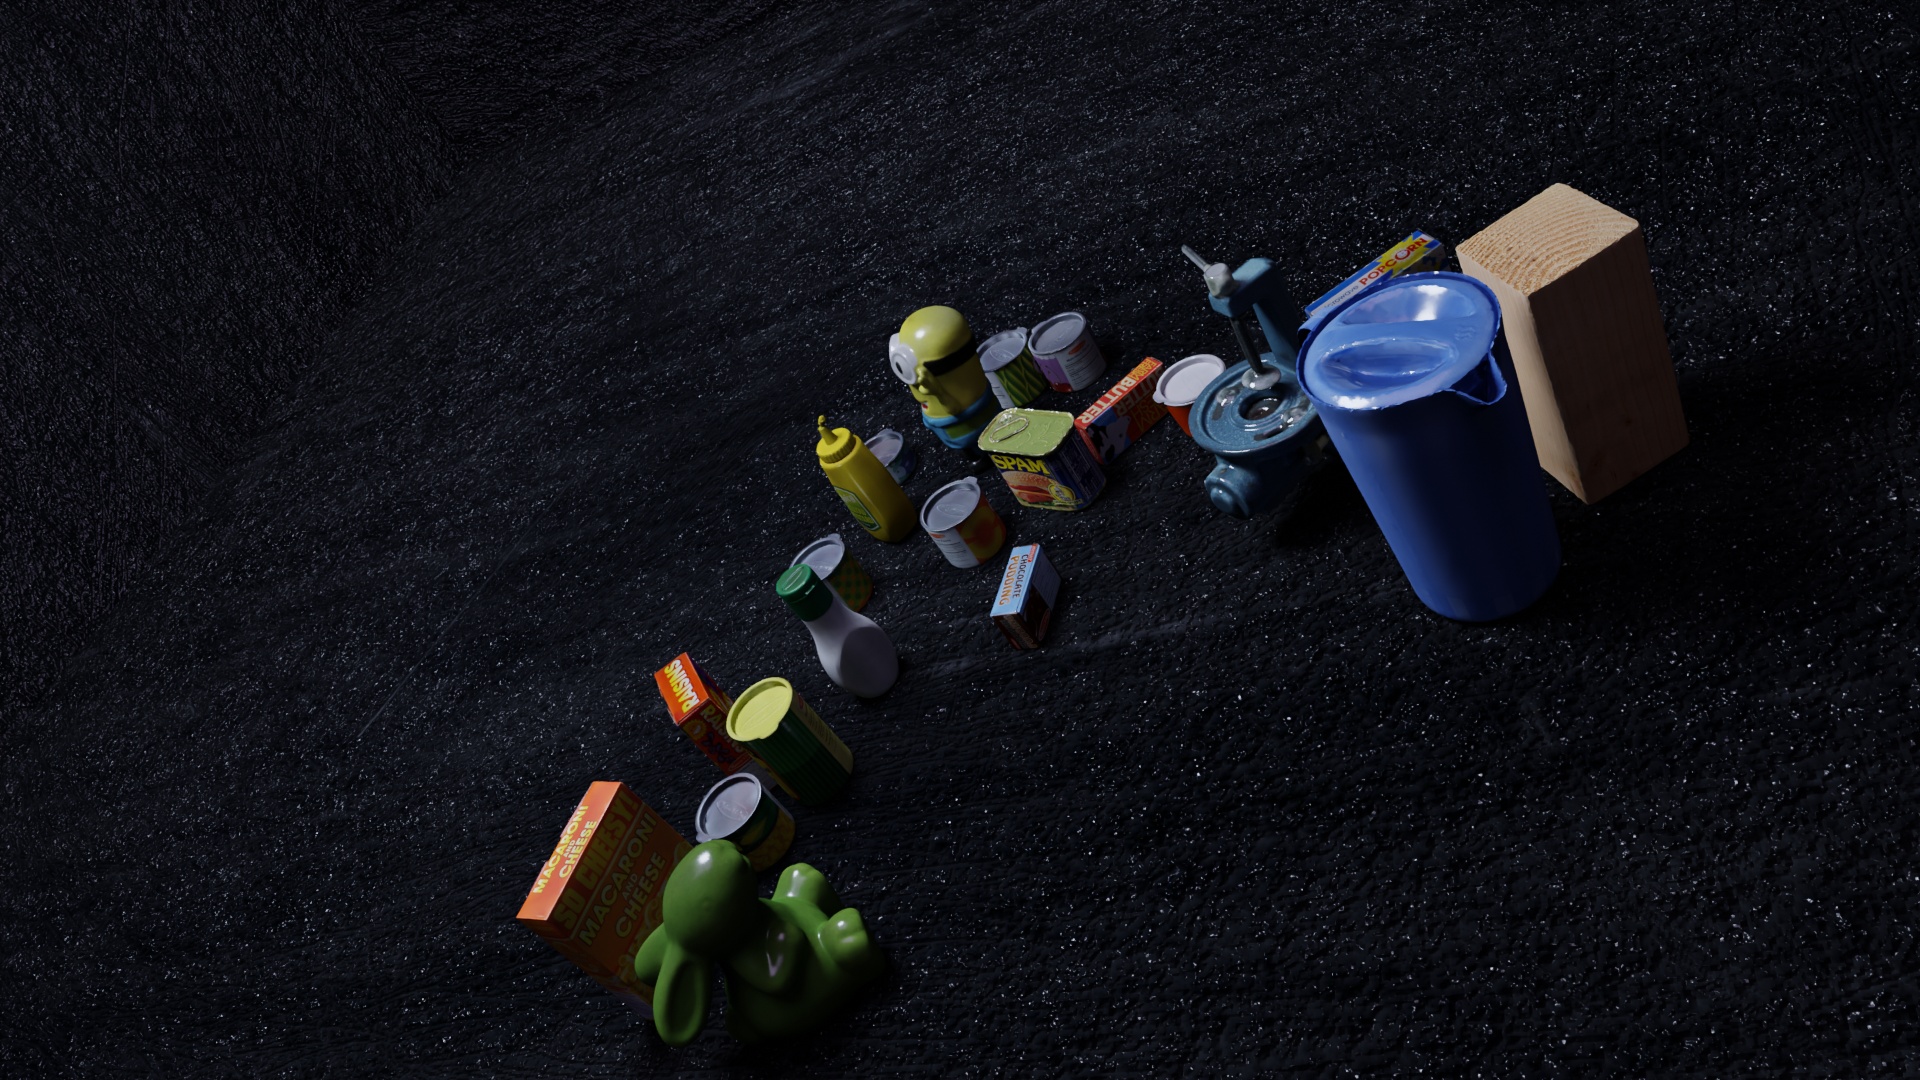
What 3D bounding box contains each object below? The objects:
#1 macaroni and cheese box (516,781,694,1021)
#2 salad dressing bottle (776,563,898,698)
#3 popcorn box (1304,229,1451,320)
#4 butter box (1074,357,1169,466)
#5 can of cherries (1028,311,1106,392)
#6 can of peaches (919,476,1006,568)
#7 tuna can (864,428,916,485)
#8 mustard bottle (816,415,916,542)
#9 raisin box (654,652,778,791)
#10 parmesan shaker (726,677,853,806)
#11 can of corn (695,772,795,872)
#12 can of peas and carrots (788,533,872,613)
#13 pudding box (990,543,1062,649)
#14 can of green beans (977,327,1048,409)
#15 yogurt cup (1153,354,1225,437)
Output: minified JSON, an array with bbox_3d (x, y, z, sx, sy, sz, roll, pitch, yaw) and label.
[{"bbox_3d":[-0.262,0.290,1.112,0.040,0.166,0.124,-7,44,34],"label":"macaroni and cheese box"},{"bbox_3d":[-0.110,0.081,1.248,0.044,0.147,0.064,17,60,48],"label":"salad dressing bottle"},{"bbox_3d":[0.379,-0.204,1.238,0.127,0.085,0.038,-35,35,0],"label":"popcorn box"},{"bbox_3d":[0.162,-0.126,1.349,0.103,0.053,0.024,-41,36,-9],"label":"butter box"},{"bbox_3d":[0.113,-0.199,1.469,0.071,0.058,0.072,-22,37,18],"label":"can of cherries"},{"bbox_3d":[0.005,-0.017,1.346,0.071,0.058,0.071,-22,37,18],"label":"can of peaches"},{"bbox_3d":[-0.082,-0.087,1.519,0.071,0.032,0.071,-22,37,18],"label":"tuna can"},{"bbox_3d":[-0.105,-0.066,1.402,0.065,0.159,0.049,18,61,48],"label":"mustard bottle"},{"bbox_3d":[-0.217,0.168,1.254,0.040,0.123,0.086,-38,35,-4],"label":"raisin box"},{"bbox_3d":[-0.146,0.177,1.204,0.071,0.102,0.072,-22,37,18],"label":"parmesan shaker"},{"bbox_3d":[-0.186,0.246,1.195,0.071,0.058,0.071,-22,37,18],"label":"can of corn"},{"bbox_3d":[-0.129,0.038,1.389,0.071,0.058,0.071,-22,37,18],"label":"can of peas and carrots"},{"bbox_3d":[0.059,0.050,1.233,0.030,0.049,0.084,-10,43,31],"label":"pudding box"},{"bbox_3d":[0.054,-0.184,1.499,0.071,0.057,0.071,-22,37,18],"label":"can of green beans"},{"bbox_3d":[0.226,-0.134,1.307,0.072,0.053,0.073,-22,37,18],"label":"yogurt cup"}]
